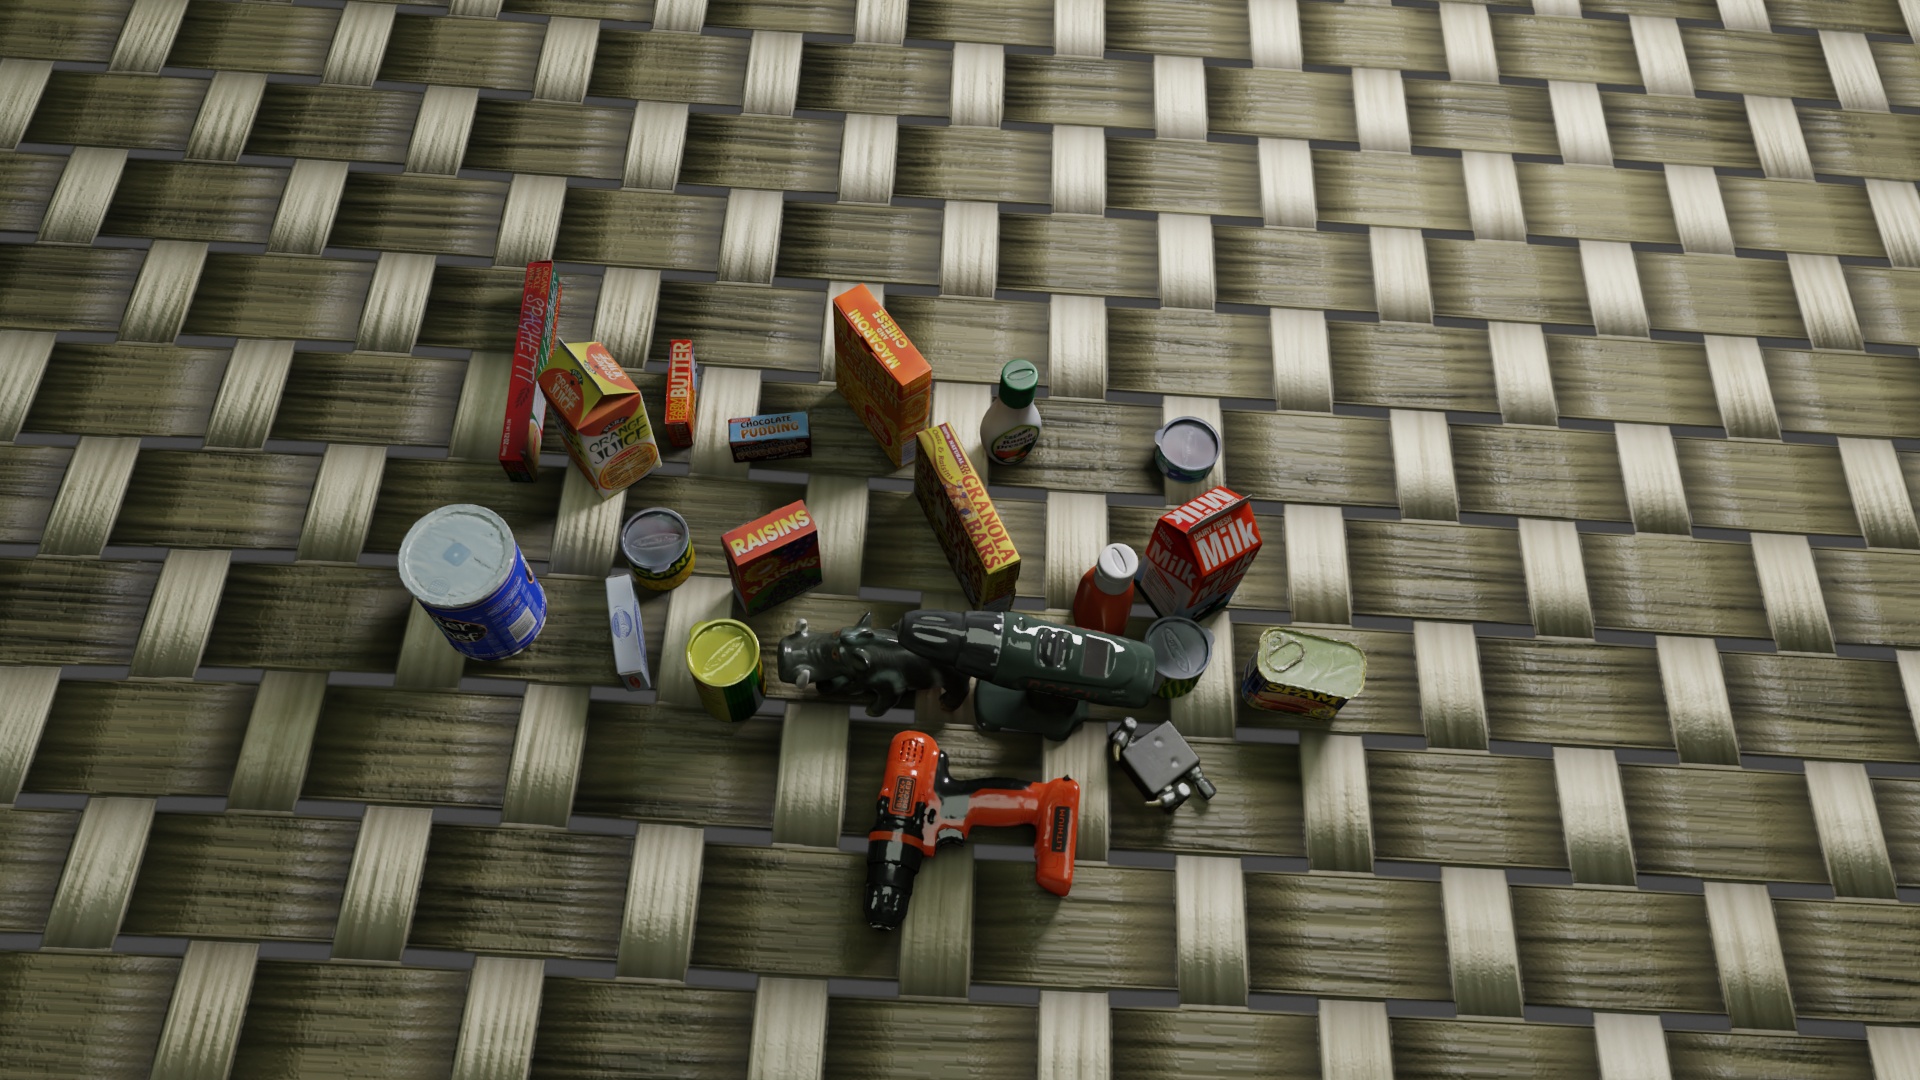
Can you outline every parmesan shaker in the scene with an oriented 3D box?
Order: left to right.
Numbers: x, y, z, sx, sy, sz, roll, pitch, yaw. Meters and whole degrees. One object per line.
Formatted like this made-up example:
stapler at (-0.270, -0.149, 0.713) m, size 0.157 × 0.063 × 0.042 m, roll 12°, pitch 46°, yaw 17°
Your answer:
parmesan shaker at (-0.219, 0.121, 1.302) m, size 0.071 × 0.102 × 0.071 m, roll 1°, pitch 64°, yaw -2°

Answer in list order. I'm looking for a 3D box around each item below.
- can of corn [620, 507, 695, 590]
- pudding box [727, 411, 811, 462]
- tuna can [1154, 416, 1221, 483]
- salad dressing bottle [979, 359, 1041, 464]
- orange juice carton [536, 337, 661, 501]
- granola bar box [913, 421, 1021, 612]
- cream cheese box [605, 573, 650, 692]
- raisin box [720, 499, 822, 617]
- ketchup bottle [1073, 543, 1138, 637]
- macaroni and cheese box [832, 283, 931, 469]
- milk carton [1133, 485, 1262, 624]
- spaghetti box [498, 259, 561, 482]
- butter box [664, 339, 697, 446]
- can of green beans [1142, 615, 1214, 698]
can of corn at (-0.298, 0.012, 1.376) m, size 0.071 × 0.058 × 0.071 m, roll 1°, pitch 64°, yaw -2°
pudding box at (-0.197, -0.107, 1.444) m, size 0.084 × 0.049 × 0.030 m, roll -5°, pitch 65°, yaw -5°
tuna can at (0.238, -0.096, 1.472) m, size 0.071 × 0.032 × 0.071 m, roll 1°, pitch 64°, yaw -2°
salad dressing bottle at (0.054, -0.130, 1.415) m, size 0.064 × 0.147 × 0.044 m, roll -16°, pitch 66°, yaw -10°
orange juice carton at (-0.356, -0.124, 1.365) m, size 0.073 × 0.191 × 0.072 m, roll -35°, pitch 71°, yaw -17°
granola bar box at (0.005, -0.017, 1.370) m, size 0.039 × 0.123 × 0.166 m, roll -22°, pitch 67°, yaw -13°
cream cheese box at (-0.321, 0.090, 1.339) m, size 0.024 × 0.053 × 0.104 m, roll -10°, pitch 65°, yaw -8°
raisin box at (-0.180, 0.018, 1.343) m, size 0.086 × 0.123 × 0.040 m, roll -25°, pitch 68°, yaw -14°
ketchup bottle at (0.140, 0.051, 1.331) m, size 0.043 × 0.148 × 0.065 m, roll -18°, pitch 67°, yaw -11°
macaroni and cheese box at (-0.081, -0.164, 1.413) m, size 0.040 × 0.165 × 0.124 m, roll -32°, pitch 70°, yaw -16°
milk carton at (0.228, 0.014, 1.330) m, size 0.072 × 0.189 × 0.073 m, roll -28°, pitch 69°, yaw -15°
spaghetti box at (-0.452, -0.182, 1.466) m, size 0.029 × 0.050 × 0.251 m, roll 0°, pitch 64°, yaw -3°
butter box at (-0.293, -0.155, 1.460) m, size 0.024 × 0.053 × 0.104 m, roll -1°, pitch 64°, yaw -3°
can of green beans at (0.207, 0.114, 1.354) m, size 0.071 × 0.057 × 0.071 m, roll 1°, pitch 64°, yaw -2°
